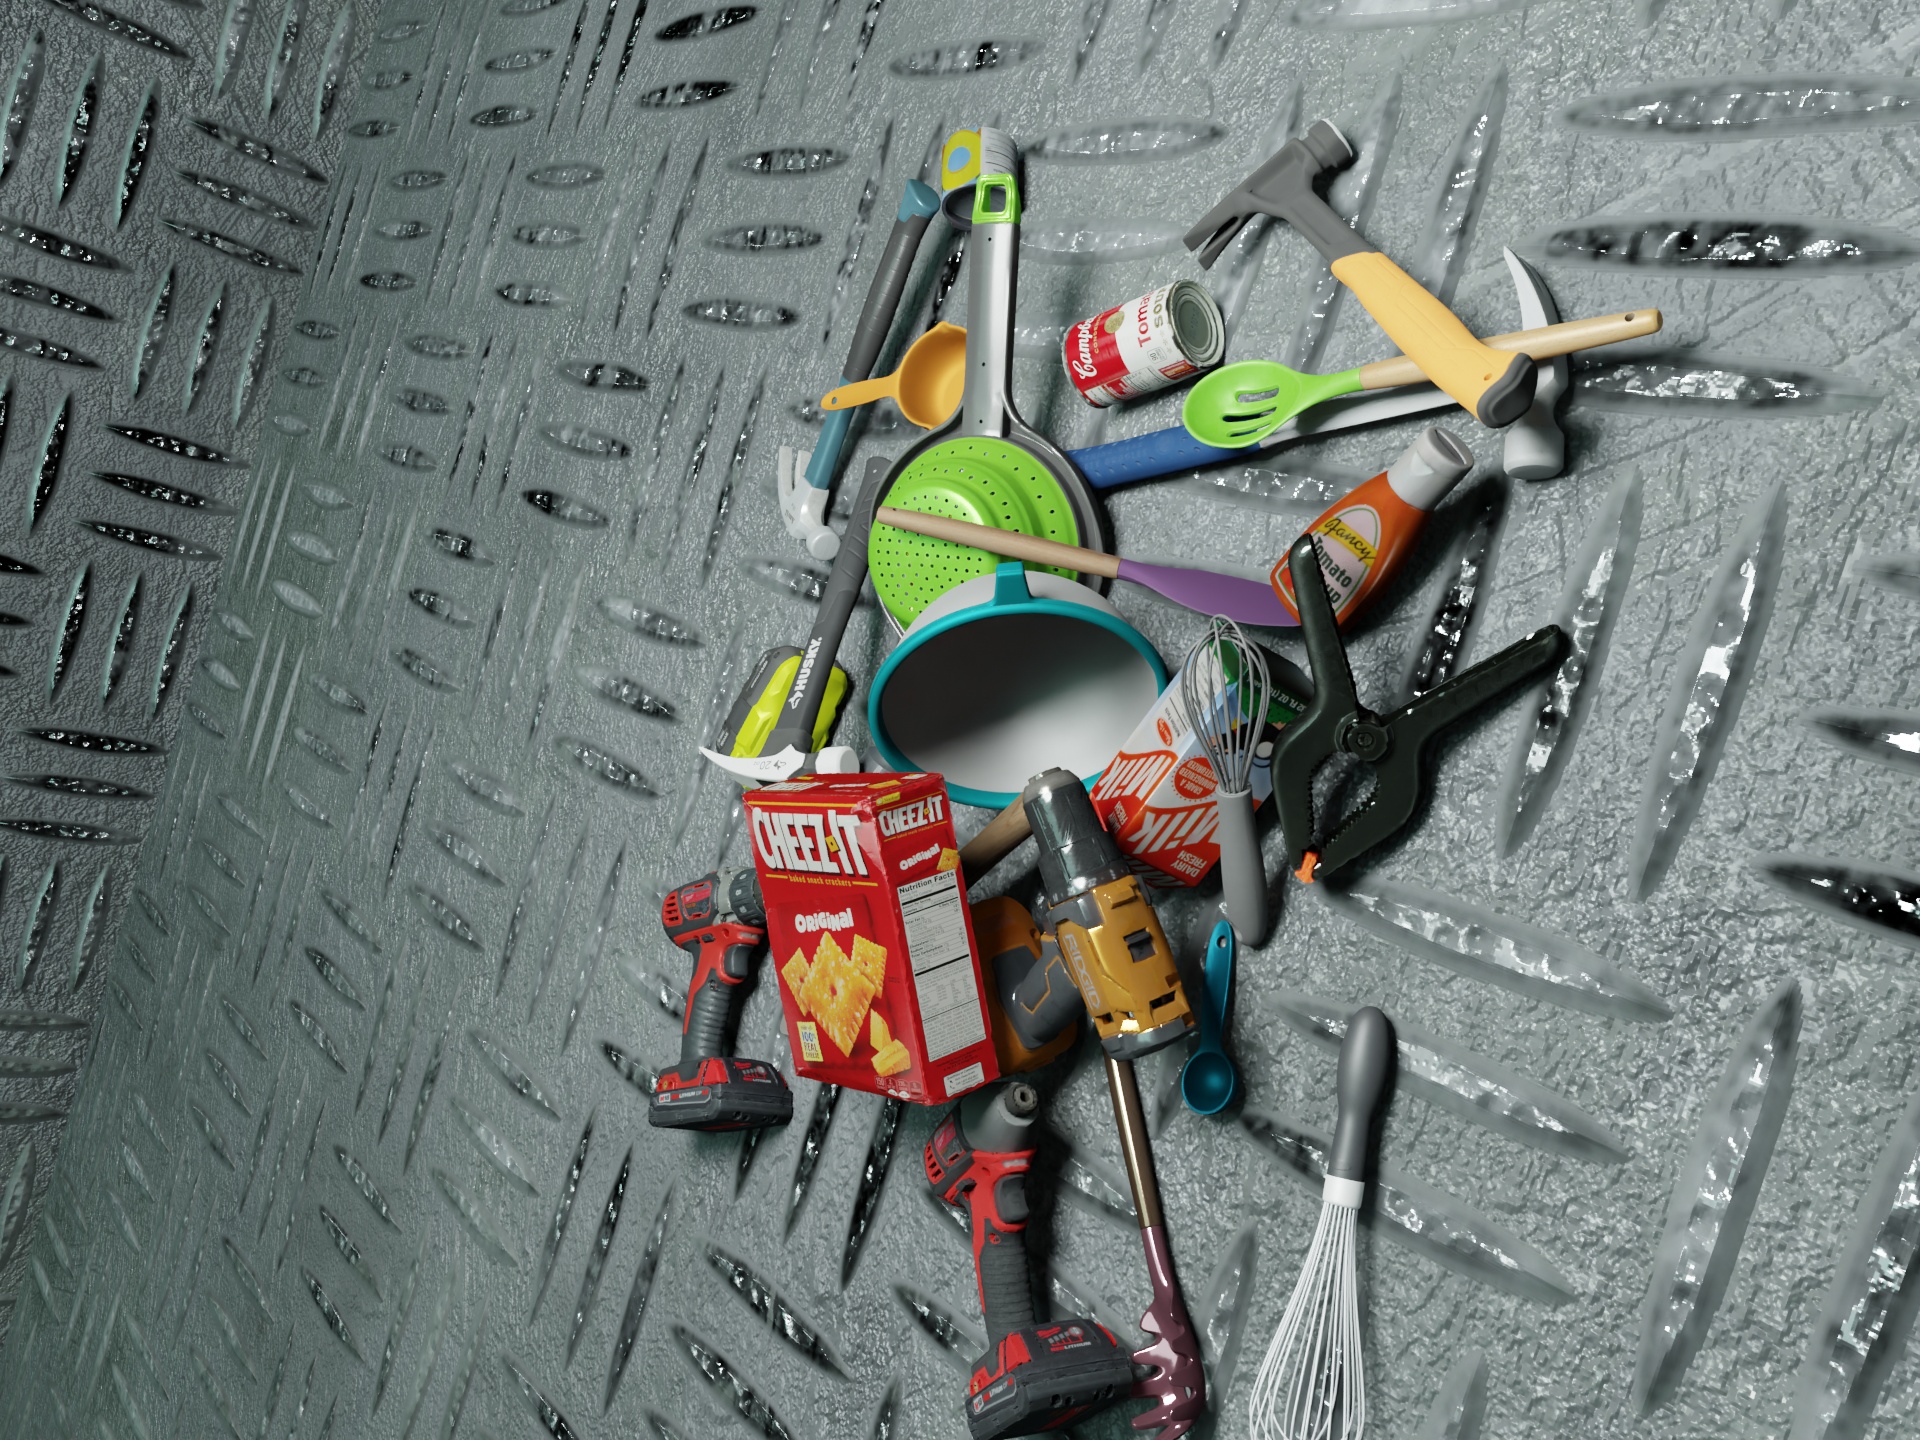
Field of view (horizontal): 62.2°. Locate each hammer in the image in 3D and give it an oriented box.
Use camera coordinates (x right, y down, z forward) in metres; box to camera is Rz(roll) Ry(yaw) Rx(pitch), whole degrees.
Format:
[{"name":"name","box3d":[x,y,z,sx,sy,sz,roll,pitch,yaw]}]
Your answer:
[{"name":"hammer","box3d":[0.218,-0.207,1.091,0.405,0.035,0.144,-5,76,46]},{"name":"hammer","box3d":[-0.090,-0.315,1.418,0.128,0.033,0.331,51,124,49]},{"name":"hammer","box3d":[-0.037,0.149,1.207,0.331,0.031,0.130,-44,17,34]},{"name":"hammer","box3d":[0.254,-0.274,1.005,0.127,0.034,0.337,-38,40,14]},{"name":"hammer","box3d":[-0.110,-0.087,1.328,0.146,0.035,0.335,-4,55,32]}]

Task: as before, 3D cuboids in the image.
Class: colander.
[{"name":"colander","box3d":[0.002,-0.206,1.183,0.204,0.094,0.397,7,100,27]}]

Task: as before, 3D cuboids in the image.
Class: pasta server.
[{"name":"pasta server","box3d":[0.115,0.310,1.057,0.060,0.040,0.316,127,139,-54]}]

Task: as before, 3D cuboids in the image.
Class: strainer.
[{"name":"strainer","box3d":[-0.002,-0.004,1.161,0.340,0.210,0.095,-38,38,34]}]

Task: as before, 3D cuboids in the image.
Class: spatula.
[{"name":"spatula","box3d":[0.085,-0.109,1.093,0.316,0.060,0.018,16,126,19]}]

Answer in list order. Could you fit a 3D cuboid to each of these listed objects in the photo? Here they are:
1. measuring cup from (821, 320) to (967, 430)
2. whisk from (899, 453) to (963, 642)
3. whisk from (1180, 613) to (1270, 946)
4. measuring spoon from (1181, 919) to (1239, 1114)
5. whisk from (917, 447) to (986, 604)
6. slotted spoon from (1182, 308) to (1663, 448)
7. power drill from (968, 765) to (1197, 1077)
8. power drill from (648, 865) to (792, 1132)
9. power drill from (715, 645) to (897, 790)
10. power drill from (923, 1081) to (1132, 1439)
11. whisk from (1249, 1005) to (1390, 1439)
[{"name":"measuring cup","box3d":[-0.038,-0.277,1.354,0.174,0.052,0.095,-4,78,36]},{"name":"whisk","box3d":[-0.039,-0.118,1.337,0.051,0.047,0.245,2,84,45]},{"name":"whisk","box3d":[0.172,0.044,0.985,0.055,0.055,0.238,25,135,47]},{"name":"measuring spoon","box3d":[0.172,0.196,1.048,0.042,0.021,0.129,-12,62,46]},{"name":"whisk","box3d":[-0.016,-0.084,1.294,0.073,0.073,0.296,12,94,48]},{"name":"slotted spoon","box3d":[0.274,-0.215,0.987,0.314,0.031,0.070,-3,63,44]},{"name":"power drill","box3d":[0.054,0.142,1.059,0.226,0.084,0.185,-37,73,59]},{"name":"power drill","box3d":[-0.192,0.235,1.381,0.188,0.080,0.227,-20,62,42]},{"name":"power drill","box3d":[-0.115,0.038,1.330,0.171,0.080,0.223,-60,39,17]},{"name":"power drill","box3d":[0.037,0.357,1.076,0.143,0.078,0.220,121,142,-49]},{"name":"whisk","box3d":[0.221,0.310,0.935,0.070,0.070,0.285,2,77,47]}]
